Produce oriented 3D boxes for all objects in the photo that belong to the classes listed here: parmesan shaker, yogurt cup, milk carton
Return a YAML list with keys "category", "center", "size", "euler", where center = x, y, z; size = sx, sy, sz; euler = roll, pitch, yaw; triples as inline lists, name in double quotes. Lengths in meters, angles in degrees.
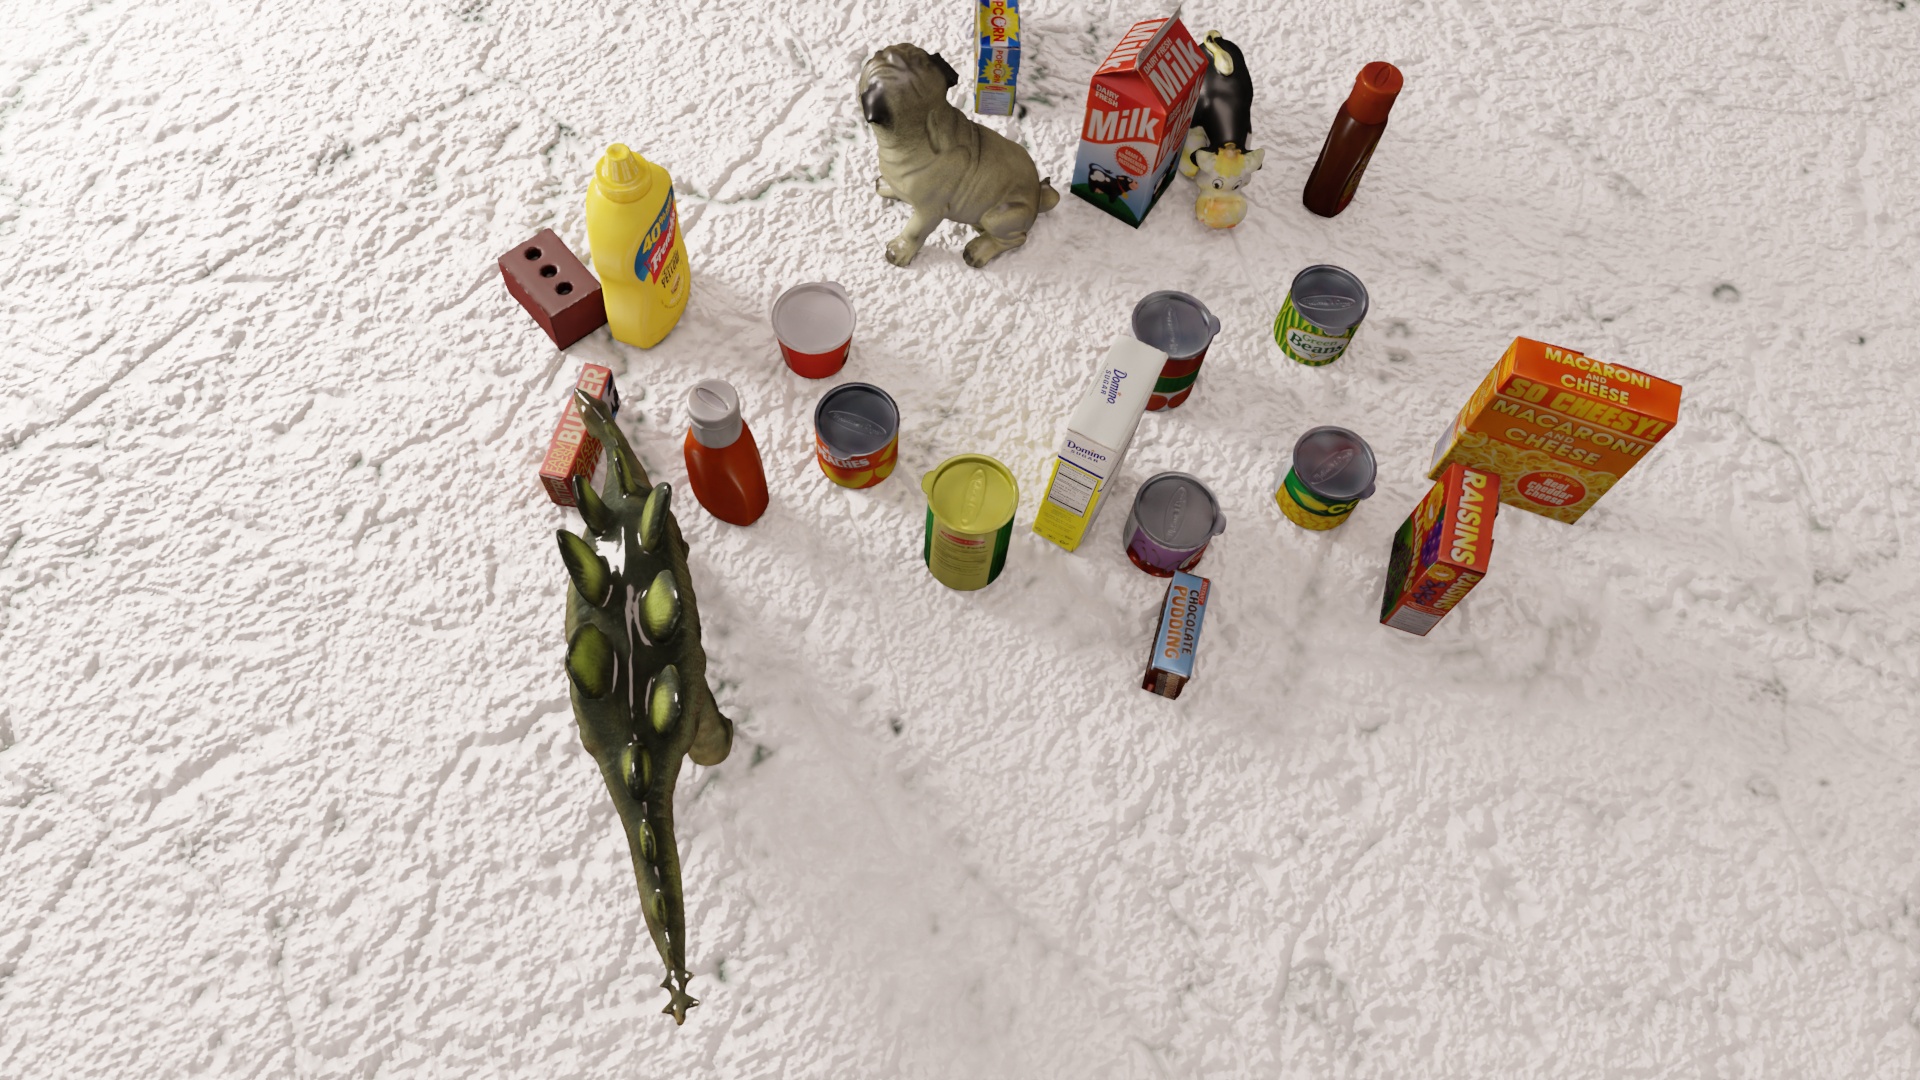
- category: "parmesan shaker"
  center: [0.004, -0.013, 1.039]
  size: [0.071, 0.102, 0.071]
  euler: [2, 64, -3]
- category: "yogurt cup"
  center: [-0.119, -0.168, 1.133]
  size: [0.072, 0.053, 0.072]
  euler: [2, 64, -3]
- category: "milk carton"
  center: [0.151, -0.359, 1.169]
  size: [0.073, 0.189, 0.072]
  euler: [32, 67, 11]

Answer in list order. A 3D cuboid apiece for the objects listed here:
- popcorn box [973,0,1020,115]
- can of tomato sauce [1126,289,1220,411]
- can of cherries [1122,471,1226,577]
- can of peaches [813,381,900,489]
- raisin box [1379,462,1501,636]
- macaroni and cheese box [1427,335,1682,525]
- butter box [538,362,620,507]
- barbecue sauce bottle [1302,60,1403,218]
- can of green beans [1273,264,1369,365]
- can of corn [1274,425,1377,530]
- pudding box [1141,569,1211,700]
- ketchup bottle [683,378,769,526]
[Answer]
- category: "popcorn box"
  center: [0.033, -0.466, 1.271]
  size: [0.038, 0.085, 0.127]
  euler: [1, 64, -3]
- category: "can of tomato sauce"
  center: [0.167, -0.153, 1.130]
  size: [0.071, 0.082, 0.071]
  euler: [2, 64, -3]
- category: "can of cherries"
  center: [0.165, -0.010, 1.074]
  size: [0.071, 0.058, 0.072]
  euler: [2, 64, -3]
- category: "can of peaches"
  center: [-0.082, -0.080, 1.091]
  size: [0.071, 0.057, 0.071]
  euler: [2, 64, -3]
- category: "raisin box"
  center: [0.359, 0.009, 1.043]
  size: [0.040, 0.123, 0.086]
  euler: [17, 65, 4]
- category: "macaroni and cheese box"
  center: [0.451, -0.082, 1.069]
  size: [0.124, 0.165, 0.040]
  euler: [18, 65, 5]
- category: "butter box"
  center: [-0.294, -0.081, 1.079]
  size: [0.024, 0.053, 0.104]
  euler: [13, 64, 2]
- category: "barbecue sauce bottle"
  center: [0.340, -0.348, 1.200]
  size: [0.044, 0.148, 0.065]
  euler: [30, 66, 10]
- category: "can of green beans"
  center: [0.303, -0.189, 1.171]
  size: [0.071, 0.057, 0.071]
  euler: [2, 64, -3]
- category: "can of corn"
  center: [0.290, -0.047, 1.101]
  size: [0.071, 0.058, 0.071]
  euler: [2, 64, -3]
- category: "pudding box"
  center: [0.162, 0.071, 1.040]
  size: [0.030, 0.049, 0.084]
  euler: [16, 64, 4]
- category: "ketchup bottle"
  center: [-0.177, -0.065, 1.027]
  size: [0.065, 0.148, 0.044]
  euler: [33, 67, 11]
